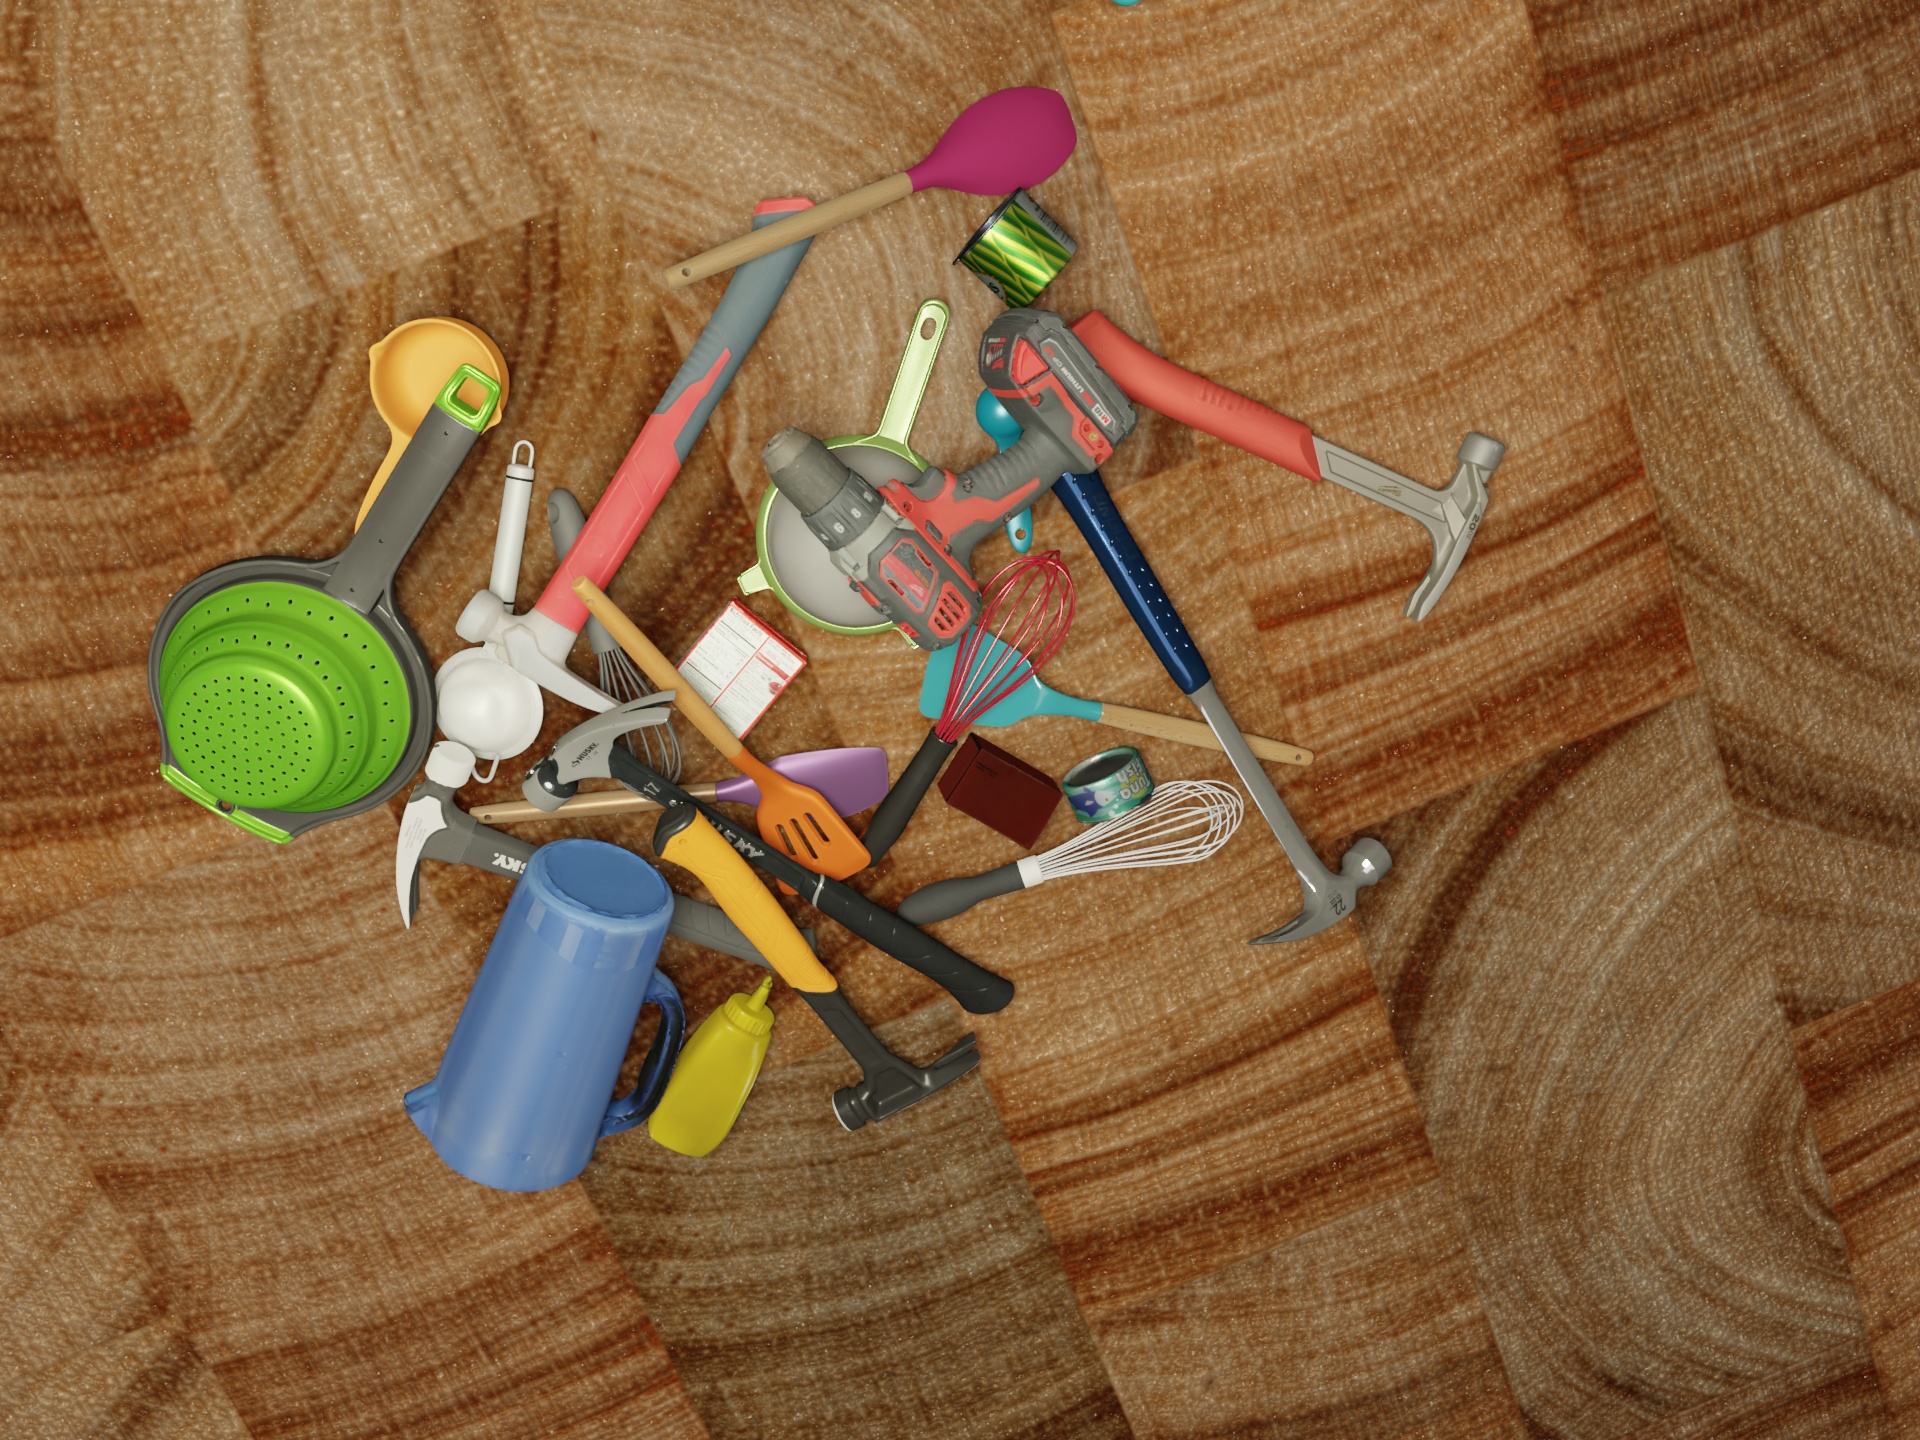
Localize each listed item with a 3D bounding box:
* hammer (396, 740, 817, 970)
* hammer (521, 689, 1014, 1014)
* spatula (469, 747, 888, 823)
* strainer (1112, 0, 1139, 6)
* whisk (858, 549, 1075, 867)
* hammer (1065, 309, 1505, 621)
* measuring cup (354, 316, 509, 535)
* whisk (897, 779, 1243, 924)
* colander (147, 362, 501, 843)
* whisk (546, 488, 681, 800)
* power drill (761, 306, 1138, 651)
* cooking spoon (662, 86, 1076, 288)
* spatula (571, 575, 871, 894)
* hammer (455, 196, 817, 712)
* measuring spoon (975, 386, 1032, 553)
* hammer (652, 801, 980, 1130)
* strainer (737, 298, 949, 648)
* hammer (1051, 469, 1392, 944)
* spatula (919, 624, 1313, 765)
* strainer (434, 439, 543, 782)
[{"bbox_3d":[-0.262,0.137,1.210,0.334,0.035,0.146,22,112,-15],"label":"hammer"},{"bbox_3d":[-0.118,0.115,1.190,0.408,0.036,0.149,35,129,-24],"label":"hammer"},{"bbox_3d":[-0.212,0.059,1.213,0.316,0.018,0.059,-5,112,-7],"label":"spatula"},{"bbox_3d":[-0.034,-0.558,1.049,0.340,0.095,0.211,23,102,-14],"label":"strainer"},{"bbox_3d":[-0.002,-0.004,1.190,0.073,0.073,0.295,28,111,-13],"label":"whisk"},{"bbox_3d":[0.229,-0.206,1.196,0.359,0.037,0.149,21,100,-12],"label":"hammer"},{"bbox_3d":[-0.379,-0.201,1.114,0.095,0.052,0.173,28,106,-13],"label":"measuring cup"},{"bbox_3d":[0.085,0.107,1.246,0.284,0.070,0.070,-18,105,2],"label":"whisk"},{"bbox_3d":[-0.432,-0.068,1.084,0.204,0.095,0.397,33,107,-13],"label":"colander"},{"bbox_3d":[-0.258,-0.054,1.166,0.055,0.055,0.239,-17,101,-3],"label":"whisk"},{"bbox_3d":[-0.009,-0.184,1.096,0.227,0.080,0.187,-48,114,-6],"label":"power drill"},{"bbox_3d":[-0.059,-0.363,1.101,0.319,0.017,0.068,-27,106,-13],"label":"cooking spoon"},{"bbox_3d":[-0.176,0.014,1.142,0.081,0.041,0.322,-22,132,18],"label":"spatula"},{"bbox_3d":[-0.194,-0.190,1.121,0.143,0.038,0.386,32,91,-9],"label":"hammer"},{"bbox_3d":[0.039,-0.187,1.183,0.042,0.021,0.128,-10,103,-5],"label":"measuring spoon"},{"bbox_3d":[-0.115,0.181,1.194,0.127,0.034,0.336,-29,122,9],"label":"hammer"},{"bbox_3d":[-0.055,-0.179,1.149,0.151,0.069,0.256,18,102,-11],"label":"strainer"},{"bbox_3d":[0.183,-0.014,1.202,0.144,0.035,0.405,-37,99,-31],"label":"hammer"},{"bbox_3d":[0.129,-0.006,1.240,0.317,0.044,0.082,13,101,-15],"label":"spatula"},{"bbox_3d":[-0.338,-0.075,1.155,0.087,0.050,0.258,12,99,5],"label":"strainer"}]
